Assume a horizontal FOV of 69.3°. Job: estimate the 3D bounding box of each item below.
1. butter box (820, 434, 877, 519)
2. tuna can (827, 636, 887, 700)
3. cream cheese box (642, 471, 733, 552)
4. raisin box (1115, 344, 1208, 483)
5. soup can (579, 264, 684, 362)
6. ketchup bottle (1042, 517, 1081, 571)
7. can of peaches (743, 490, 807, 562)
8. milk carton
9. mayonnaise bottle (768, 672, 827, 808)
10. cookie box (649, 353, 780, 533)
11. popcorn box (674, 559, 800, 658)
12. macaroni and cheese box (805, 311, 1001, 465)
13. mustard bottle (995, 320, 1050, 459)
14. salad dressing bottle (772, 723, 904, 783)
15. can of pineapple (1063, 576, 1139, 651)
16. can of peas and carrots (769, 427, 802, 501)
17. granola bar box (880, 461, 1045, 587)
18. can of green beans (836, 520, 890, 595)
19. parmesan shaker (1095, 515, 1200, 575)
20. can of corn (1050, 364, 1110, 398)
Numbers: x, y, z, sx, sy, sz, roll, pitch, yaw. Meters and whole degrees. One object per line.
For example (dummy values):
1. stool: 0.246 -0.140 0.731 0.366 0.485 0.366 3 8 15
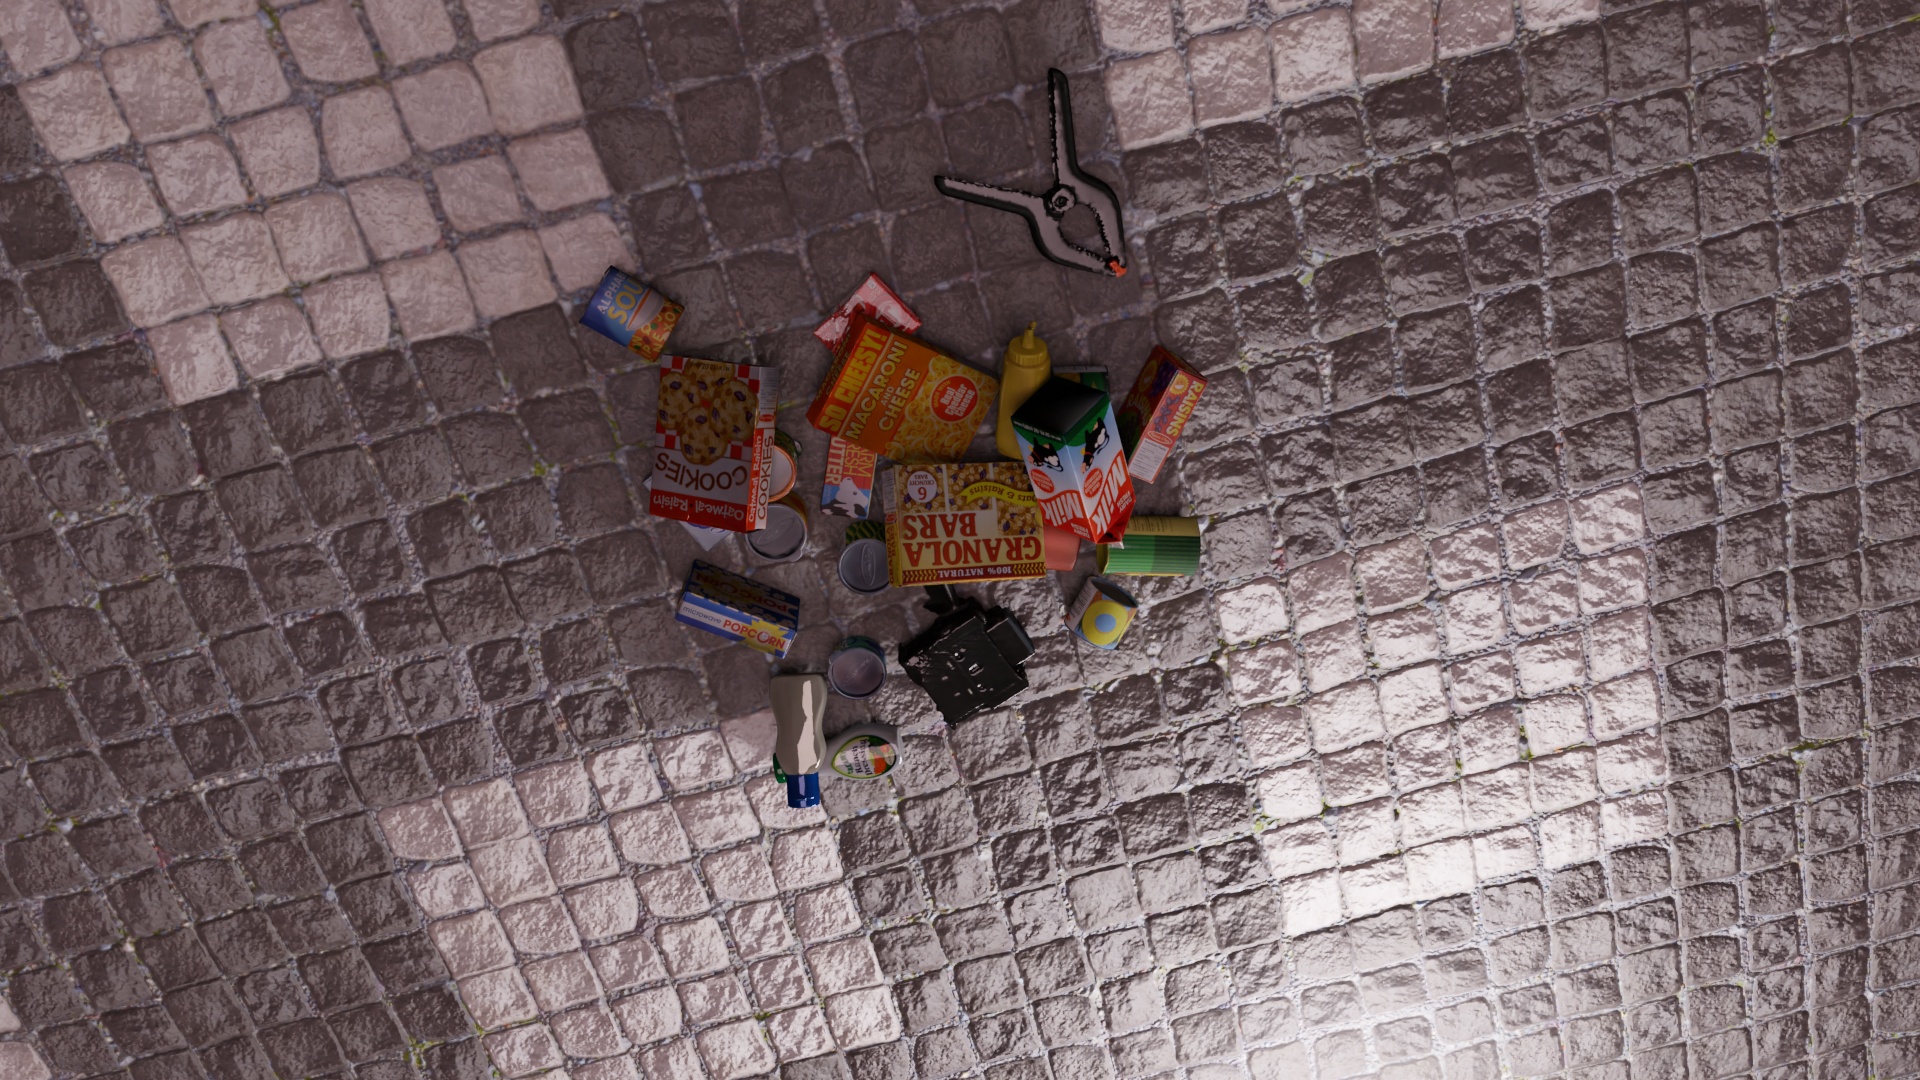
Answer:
1. butter box: -0.118 -0.076 1.485 0.053 0.024 0.103 7 110 -8
2. tuna can: -0.118 0.142 1.563 0.071 0.033 0.070 -2 111 -4
3. cream cheese box: -0.284 -0.042 1.485 0.053 0.024 0.103 -37 109 10
4. raisin box: 0.202 -0.133 1.455 0.040 0.086 0.123 22 108 -18
5. soup can: -0.327 -0.227 1.388 0.084 0.071 0.071 29 106 -15
6. ketchup bottle: 0.056 -0.008 1.514 0.149 0.043 0.064 10 103 -8
7. can of peaches: -0.195 -0.016 1.484 0.071 0.058 0.071 -2 111 -4
8. milk carton: 0.121 -0.067 1.415 0.074 0.072 0.189 -45 137 -25
9. mayonnaise bottle: -0.180 0.223 1.558 0.065 0.041 0.148 -3 88 3
10. cookie box: -0.251 -0.099 1.410 0.123 0.040 0.167 10 98 25
11. popcorn box: -0.240 0.073 1.500 0.127 0.085 0.038 22 109 -12
12. macaroni and cheese box: -0.058 -0.146 1.431 0.166 0.040 0.123 21 107 -29
13. mustard bottle: 0.066 -0.160 1.422 0.049 0.066 0.159 14 132 12
14. salad dressing bottle: -0.140 0.249 1.596 0.148 0.044 0.064 -11 104 2
15. can of pineapple: 0.158 0.081 1.544 0.071 0.071 0.057 24 107 -13
16. can of peas and carrots: -0.202 -0.081 1.459 0.071 0.059 0.070 -1 112 -4
17. granola bar box: 0.005 -0.018 1.442 0.166 0.039 0.124 -3 87 -24
18. can of green beans: -0.100 0.018 1.504 0.071 0.058 0.071 -1 111 -4
19. parmesan shaker: 0.205 0.007 1.516 0.103 0.071 0.071 2 111 -5
20. can of corn: 0.124 -0.148 1.453 0.058 0.071 0.071 -2 111 -3
